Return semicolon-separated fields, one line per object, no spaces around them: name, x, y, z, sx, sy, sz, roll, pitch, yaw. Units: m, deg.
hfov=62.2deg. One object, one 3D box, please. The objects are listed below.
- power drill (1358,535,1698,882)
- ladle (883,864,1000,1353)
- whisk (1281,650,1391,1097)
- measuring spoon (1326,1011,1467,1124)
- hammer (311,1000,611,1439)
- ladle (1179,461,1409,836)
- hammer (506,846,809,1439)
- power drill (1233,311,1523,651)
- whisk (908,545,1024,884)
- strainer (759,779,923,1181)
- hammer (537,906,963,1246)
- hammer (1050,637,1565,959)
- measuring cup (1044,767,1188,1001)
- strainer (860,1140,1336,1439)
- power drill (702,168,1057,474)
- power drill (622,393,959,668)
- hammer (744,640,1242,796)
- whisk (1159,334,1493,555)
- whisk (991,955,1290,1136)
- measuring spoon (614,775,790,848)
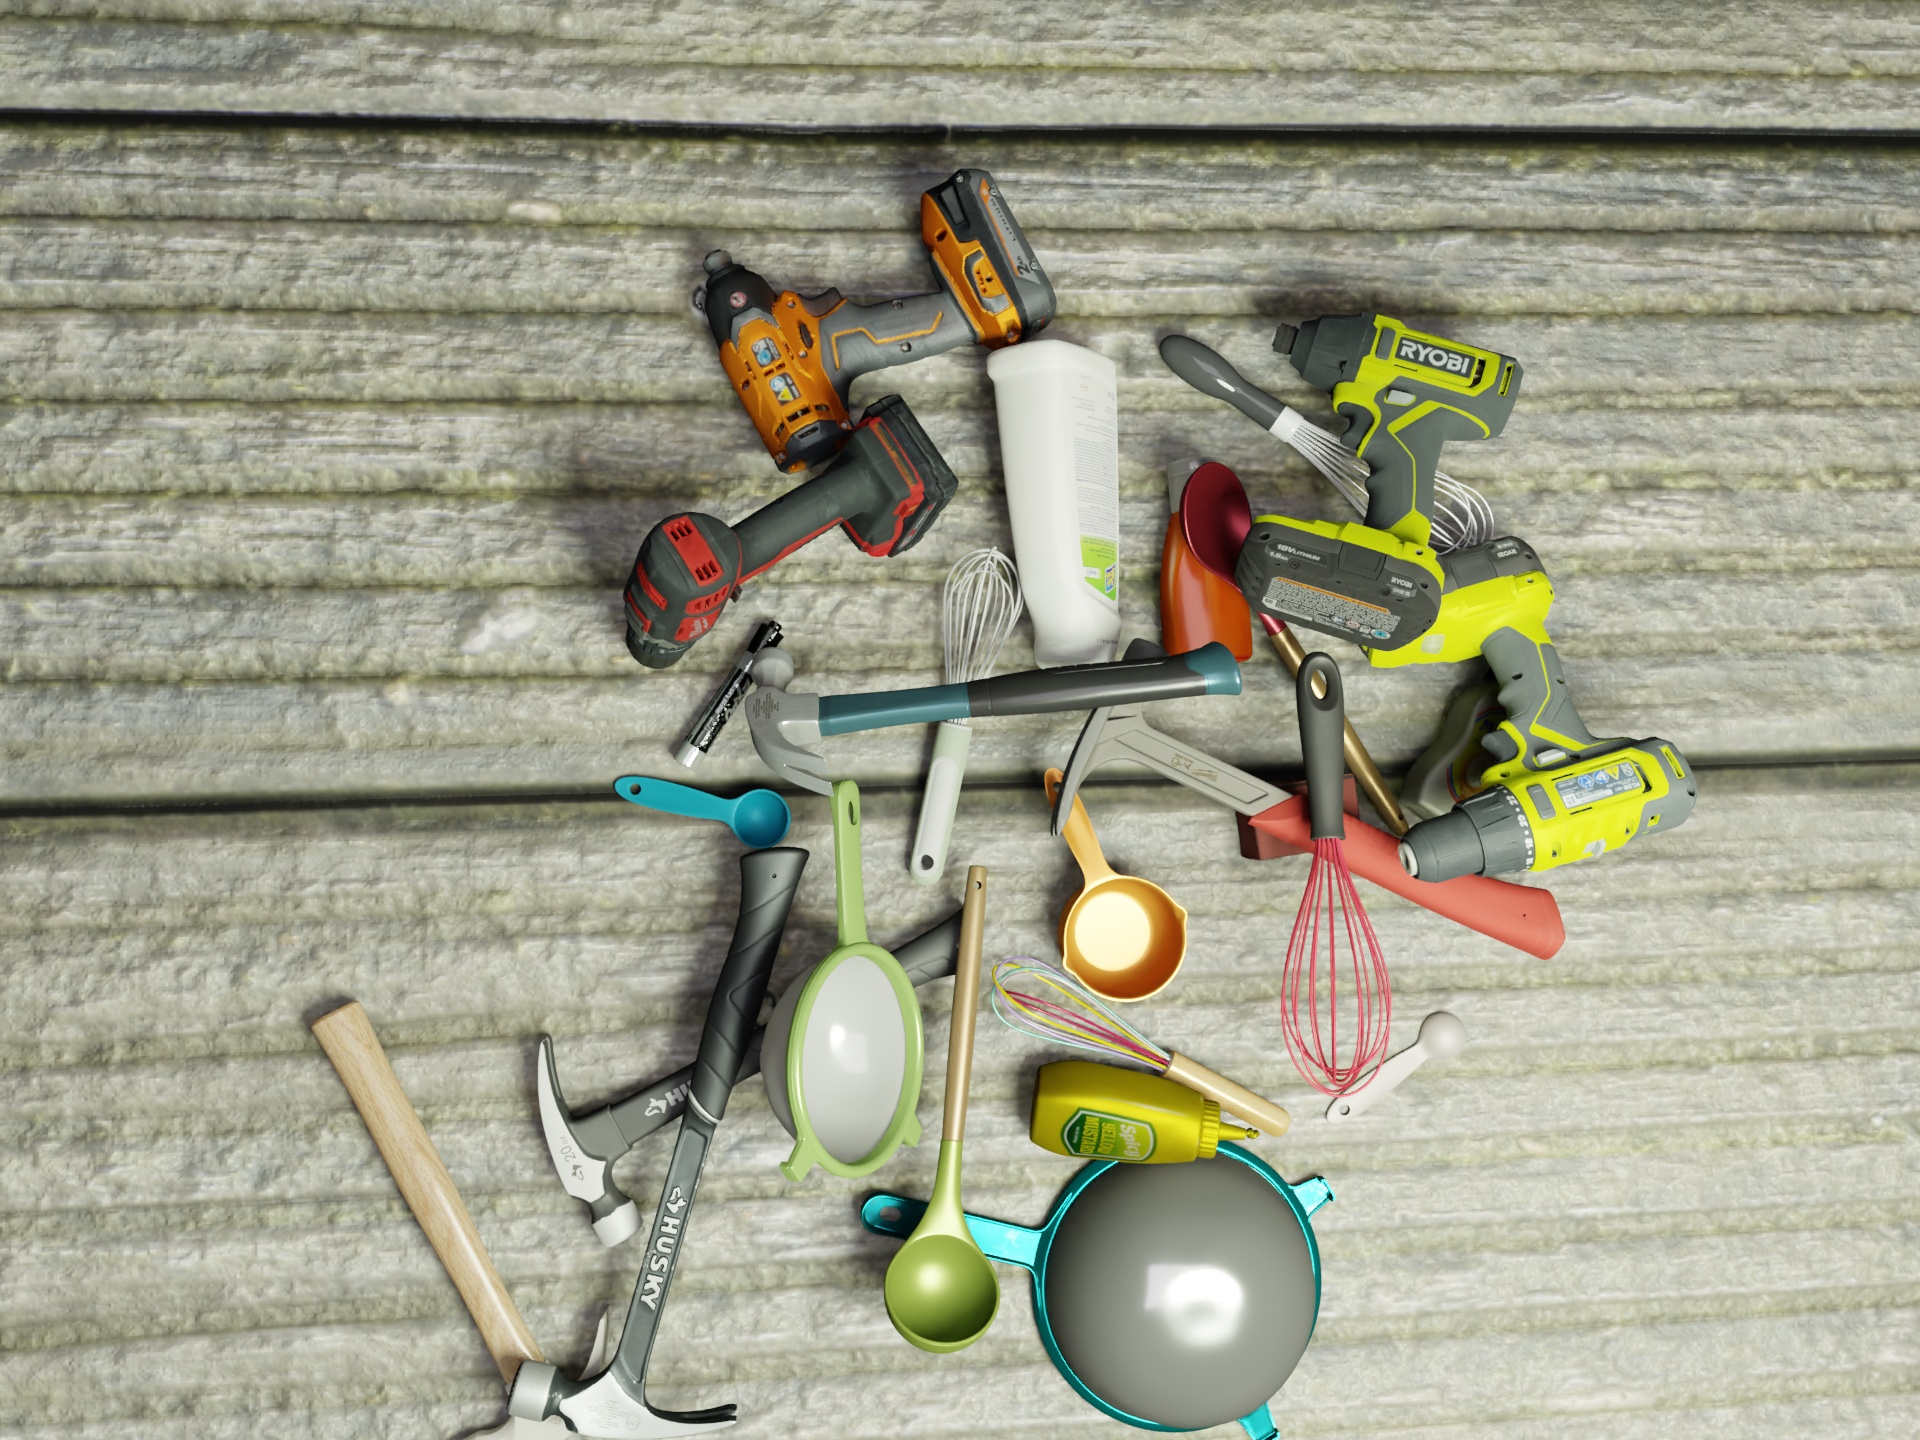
power drill;0.362;-0.002;1.090;0.190;0.080;0.229;-16;60;-3
ladle;-0.001;0.257;1.072;0.078;0.062;0.320;7;80;-8
whisk;0.244;0.098;1.054;0.073;0.073;0.296;1;79;-5
measuring spoon;0.319;0.257;1.160;0.124;0.018;0.034;-35;91;-5
hammer;-0.348;0.343;1.086;0.130;0.031;0.331;-28;90;-6
ladle;0.242;-0.045;1.140;0.069;0.031;0.315;-41;105;-29
hammer;-0.173;0.281;1.070;0.149;0.036;0.409;17;86;-7
power drill;0.275;-0.174;1.094;0.171;0.080;0.223;18;70;8
whisk;-0.002;-0.004;1.131;0.058;0.059;0.246;12;90;7
strainer;-0.092;0.169;1.052;0.069;0.151;0.256;-6;83;30
hammer;-0.134;0.220;1.111;0.335;0.035;0.146;-28;91;-6
hammer;0.246;0.085;1.099;0.359;0.036;0.149;26;84;-1
measuring cup;0.096;0.115;1.131;0.095;0.052;0.173;-23;87;-6
strainer;0.098;0.383;1.094;0.340;0.095;0.211;15;86;-6
power drill;-0.065;-0.296;1.125;0.226;0.084;0.164;-29;89;-2
power drill;-0.128;-0.115;1.080;0.226;0.188;0.080;-32;85;-25
hammer;0.019;-0.017;1.063;0.331;0.128;0.033;-7;131;3
whisk;0.265;-0.199;1.165;0.284;0.070;0.070;35;84;3
whisk;0.127;0.238;1.132;0.245;0.047;0.051;29;84;-7
measuring spoon;-0.181;0.060;1.128;0.128;0.021;0.042;13;86;5
